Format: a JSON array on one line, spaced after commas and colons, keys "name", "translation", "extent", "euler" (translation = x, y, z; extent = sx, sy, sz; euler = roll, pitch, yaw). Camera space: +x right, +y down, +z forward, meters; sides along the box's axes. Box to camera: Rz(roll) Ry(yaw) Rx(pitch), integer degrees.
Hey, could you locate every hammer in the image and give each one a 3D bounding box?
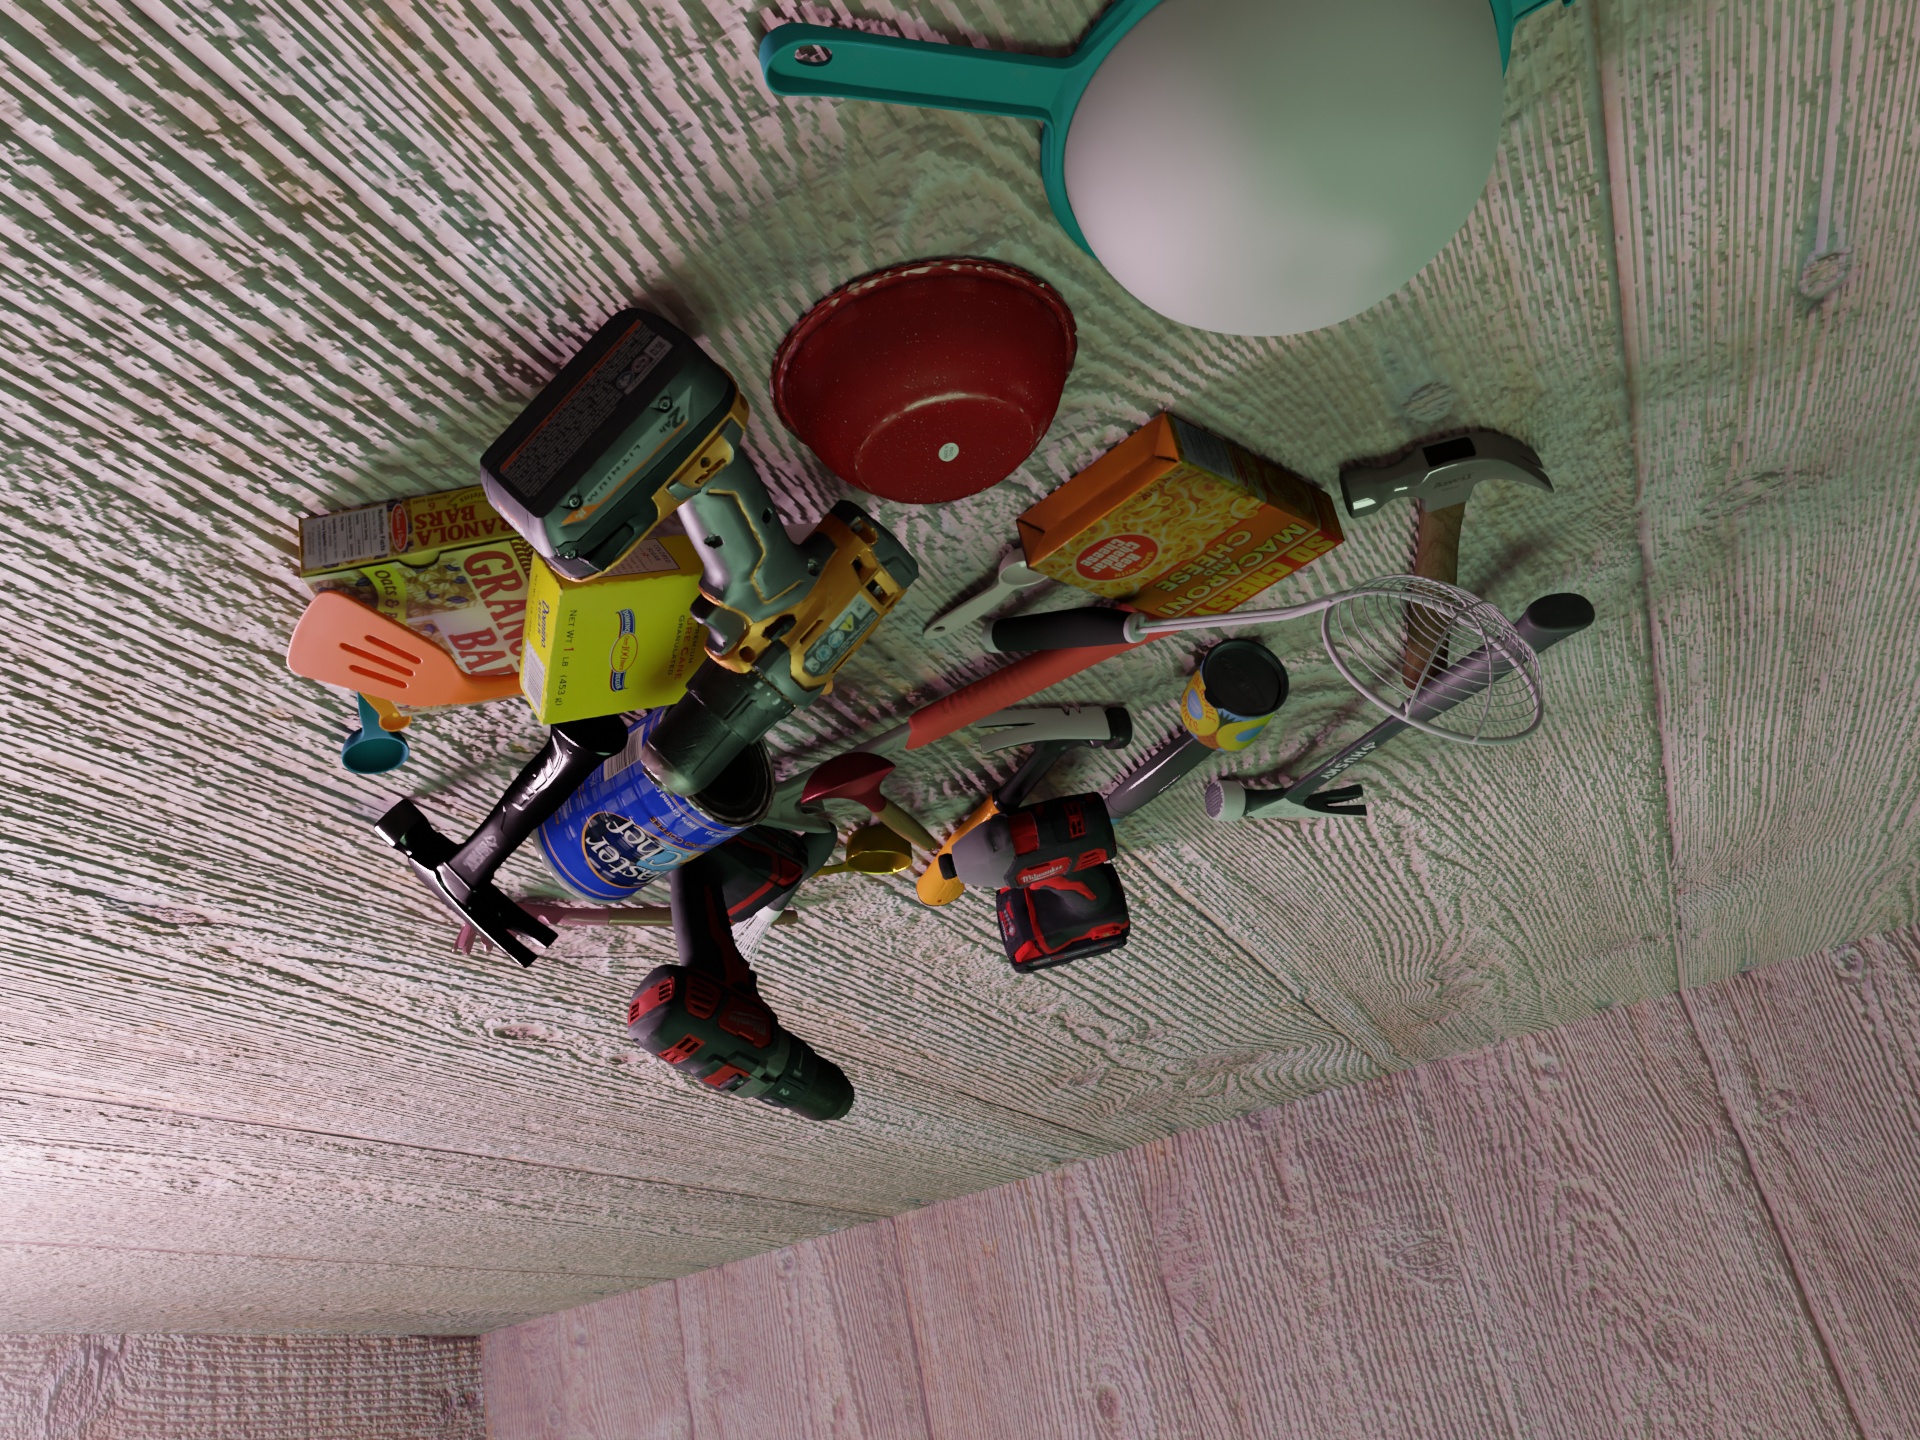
[{"name": "hammer", "translation": [0.140, 0.070, 1.367], "extent": [0.128, 0.033, 0.331], "euler": [3, 150, -32]}, {"name": "hammer", "translation": [0.021, 0.080, 1.332], "extent": [0.127, 0.034, 0.336], "euler": [-2, 152, -23]}, {"name": "hammer", "translation": [0.354, 0.002, 1.266], "extent": [0.149, 0.036, 0.408], "euler": [3, 156, -21]}, {"name": "hammer", "translation": [-0.279, 0.065, 1.012], "extent": [0.035, 0.146, 0.334], "euler": [-48, -172, -37]}, {"name": "hammer", "translation": [0.334, -0.100, 1.113], "extent": [0.130, 0.031, 0.331], "euler": [-16, 155, 7]}, {"name": "hammer", "translation": [-0.002, -0.004, 1.140], "extent": [0.359, 0.037, 0.149], "euler": [-26, 160, 22]}]

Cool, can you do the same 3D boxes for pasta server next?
[{"name": "pasta server", "translation": [-0.283, 0.179, 1.391], "extent": [0.316, 0.040, 0.060], "euler": [5, 161, -34]}]

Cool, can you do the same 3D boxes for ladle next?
[{"name": "ladle", "translation": [-0.055, 0.068, 1.200], "extent": [0.069, 0.031, 0.315], "euler": [-21, 163, 6]}]

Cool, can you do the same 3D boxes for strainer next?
[{"name": "strainer", "translation": [0.088, -0.231, 0.661], "extent": [0.340, 0.095, 0.211], "euler": [-2, 153, -23]}]

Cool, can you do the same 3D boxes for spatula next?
[{"name": "spatula", "translation": [-0.215, -0.031, 0.925], "extent": [0.322, 0.041, 0.081], "euler": [0, 150, -37]}]

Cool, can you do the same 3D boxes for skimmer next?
[{"name": "skimmer", "translation": [0.161, -0.032, 0.954], "extent": [0.363, 0.090, 0.127], "euler": [-1, -160, 43]}]

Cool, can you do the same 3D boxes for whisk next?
[{"name": "whisk", "translation": [-0.179, 0.180, 1.370], "extent": [0.070, 0.070, 0.284], "euler": [9, 133, -37]}]

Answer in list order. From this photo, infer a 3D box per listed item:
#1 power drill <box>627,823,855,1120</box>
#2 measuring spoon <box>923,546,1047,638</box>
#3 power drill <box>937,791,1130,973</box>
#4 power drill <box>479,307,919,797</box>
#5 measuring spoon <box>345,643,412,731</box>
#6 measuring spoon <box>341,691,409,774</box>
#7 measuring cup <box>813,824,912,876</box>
[{"name": "power drill", "translation": [-0.155, 0.177, 1.164], "extent": [0.080, 0.227, 0.187], "euler": [-36, 128, 23]}, {"name": "measuring spoon", "translation": [0.013, -0.083, 1.027], "extent": [0.034, 0.018, 0.124], "euler": [8, 154, -37]}, {"name": "power drill", "translation": [0.067, 0.136, 1.344], "extent": [0.143, 0.079, 0.219], "euler": [-16, 151, 4]}, {"name": "power drill", "translation": [-0.137, -0.070, 0.799], "extent": [0.185, 0.084, 0.226], "euler": [-48, 141, -3]}, {"name": "measuring spoon", "translation": [-0.356, -0.032, 0.947], "extent": [0.021, 0.011, 0.116], "euler": [-22, 144, -9]}, {"name": "measuring spoon", "translation": [-0.368, -0.011, 0.998], "extent": [0.042, 0.021, 0.128], "euler": [-7, 145, -24]}, {"name": "measuring cup", "translation": [-0.114, 0.116, 1.365], "extent": [0.156, 0.029, 0.062], "euler": [-10, 154, 22]}]
